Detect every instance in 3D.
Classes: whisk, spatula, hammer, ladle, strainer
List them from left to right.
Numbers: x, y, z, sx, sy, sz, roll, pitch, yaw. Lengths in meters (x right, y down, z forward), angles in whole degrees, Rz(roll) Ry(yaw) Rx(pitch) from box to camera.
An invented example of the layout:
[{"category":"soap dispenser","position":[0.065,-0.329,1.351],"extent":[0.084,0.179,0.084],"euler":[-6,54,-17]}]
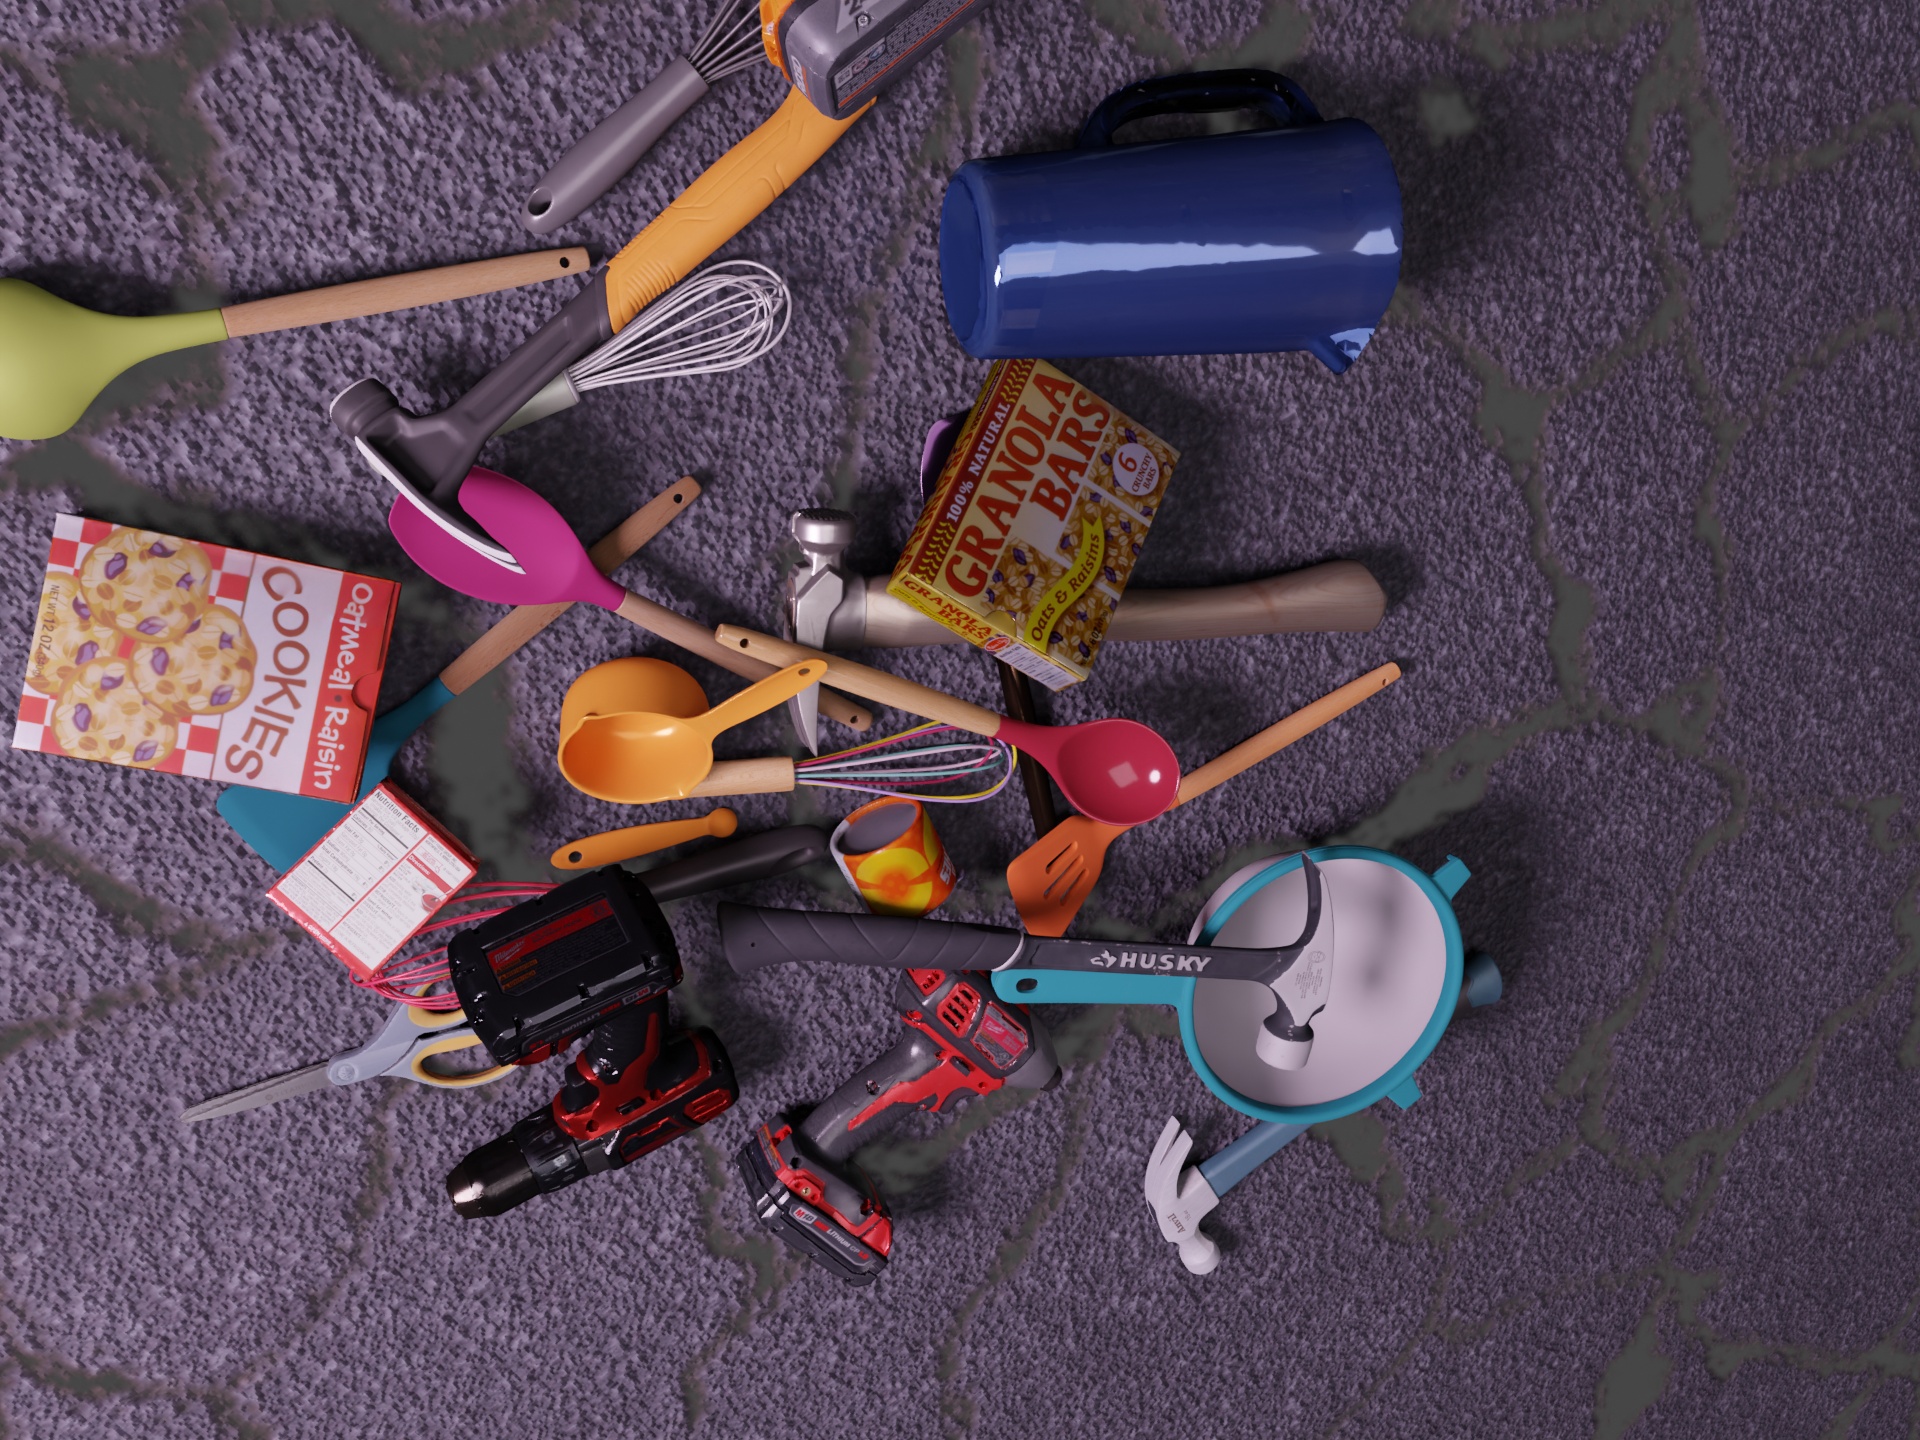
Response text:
[{"category":"ladle","position":[-0.350,-0.209,0.816],"extent":[0.320,0.062,0.078],"euler":[-17,110,-20]},{"category":"spatula","position":[-0.270,-0.032,0.904],"extent":[0.317,0.044,0.082],"euler":[-41,113,-2]},{"category":"whisk","position":[-0.207,-0.189,0.870],"extent":[0.246,0.057,0.059],"euler":[-24,82,-6]},{"category":"whisk","position":[-0.220,0.111,0.971],"extent":[0.295,0.073,0.073],"euler":[-15,114,-20]},{"category":"hammer","position":[-0.162,-0.230,0.833],"extent":[0.127,0.034,0.337],"euler":[43,80,8]},{"category":"whisk","position":[-0.138,-0.337,0.835],"extent":[0.239,0.055,0.055],"euler":[-40,118,4]},{"category":"whisk","position":[-0.084,0.027,0.995],"extent":[0.245,0.051,0.047],"euler":[-4,121,-12]},{"category":"ladle","position":[-0.002,-0.003,0.958],"extent":[0.315,0.031,0.069],"euler":[19,99,-25]},{"category":"spatula","position":[0.029,-0.043,1.021],"extent":[0.060,0.018,0.315],"euler":[-19,114,-13]},{"category":"hammer","position":[0.050,0.143,1.005],"extent":[0.408,0.036,0.149],"euler":[6,109,-15]},{"category":"hammer","position":[0.089,-0.059,1.009],"extent":[0.410,0.038,0.146],"euler":[-2,109,-21]},{"category":"spatula","position":[0.172,0.045,1.093],"extent":[0.322,0.041,0.081],"euler":[-29,123,-8]},{"category":"strainer","position":[0.179,0.169,1.119],"extent":[0.340,0.095,0.211],"euler":[3,107,-13]},{"category":"hammer","position":[0.283,0.290,1.231],"extent":[0.331,0.033,0.128],"euler":[-35,118,-4]}]

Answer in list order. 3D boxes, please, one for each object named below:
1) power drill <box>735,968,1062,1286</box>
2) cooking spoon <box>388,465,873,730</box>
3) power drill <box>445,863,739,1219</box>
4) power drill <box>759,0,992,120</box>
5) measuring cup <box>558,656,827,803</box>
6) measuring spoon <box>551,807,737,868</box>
[{"category":"power drill","position":[-0.035,0.268,1.088],"extent":[0.219,0.079,0.143],"euler":[-47,118,-1]},{"category":"cooking spoon","position":[-0.176,-0.059,0.920],"extent":[0.318,0.017,0.069],"euler":[28,100,-34]},{"category":"power drill","position":[-0.236,0.205,0.947],"extent":[0.188,0.080,0.226],"euler":[-25,142,-18]},{"category":"power drill","position":[-0.080,-0.426,0.762],"extent":[0.164,0.084,0.226],"euler":[-39,88,-2]},{"category":"measuring cup","position":[-0.153,-0.014,0.915],"extent":[0.173,0.052,0.095],"euler":[-25,139,17]},{"category":"measuring spoon","position":[-0.196,0.076,0.990],"extent":[0.117,0.011,0.021],"euler":[-12,113,-15]}]
